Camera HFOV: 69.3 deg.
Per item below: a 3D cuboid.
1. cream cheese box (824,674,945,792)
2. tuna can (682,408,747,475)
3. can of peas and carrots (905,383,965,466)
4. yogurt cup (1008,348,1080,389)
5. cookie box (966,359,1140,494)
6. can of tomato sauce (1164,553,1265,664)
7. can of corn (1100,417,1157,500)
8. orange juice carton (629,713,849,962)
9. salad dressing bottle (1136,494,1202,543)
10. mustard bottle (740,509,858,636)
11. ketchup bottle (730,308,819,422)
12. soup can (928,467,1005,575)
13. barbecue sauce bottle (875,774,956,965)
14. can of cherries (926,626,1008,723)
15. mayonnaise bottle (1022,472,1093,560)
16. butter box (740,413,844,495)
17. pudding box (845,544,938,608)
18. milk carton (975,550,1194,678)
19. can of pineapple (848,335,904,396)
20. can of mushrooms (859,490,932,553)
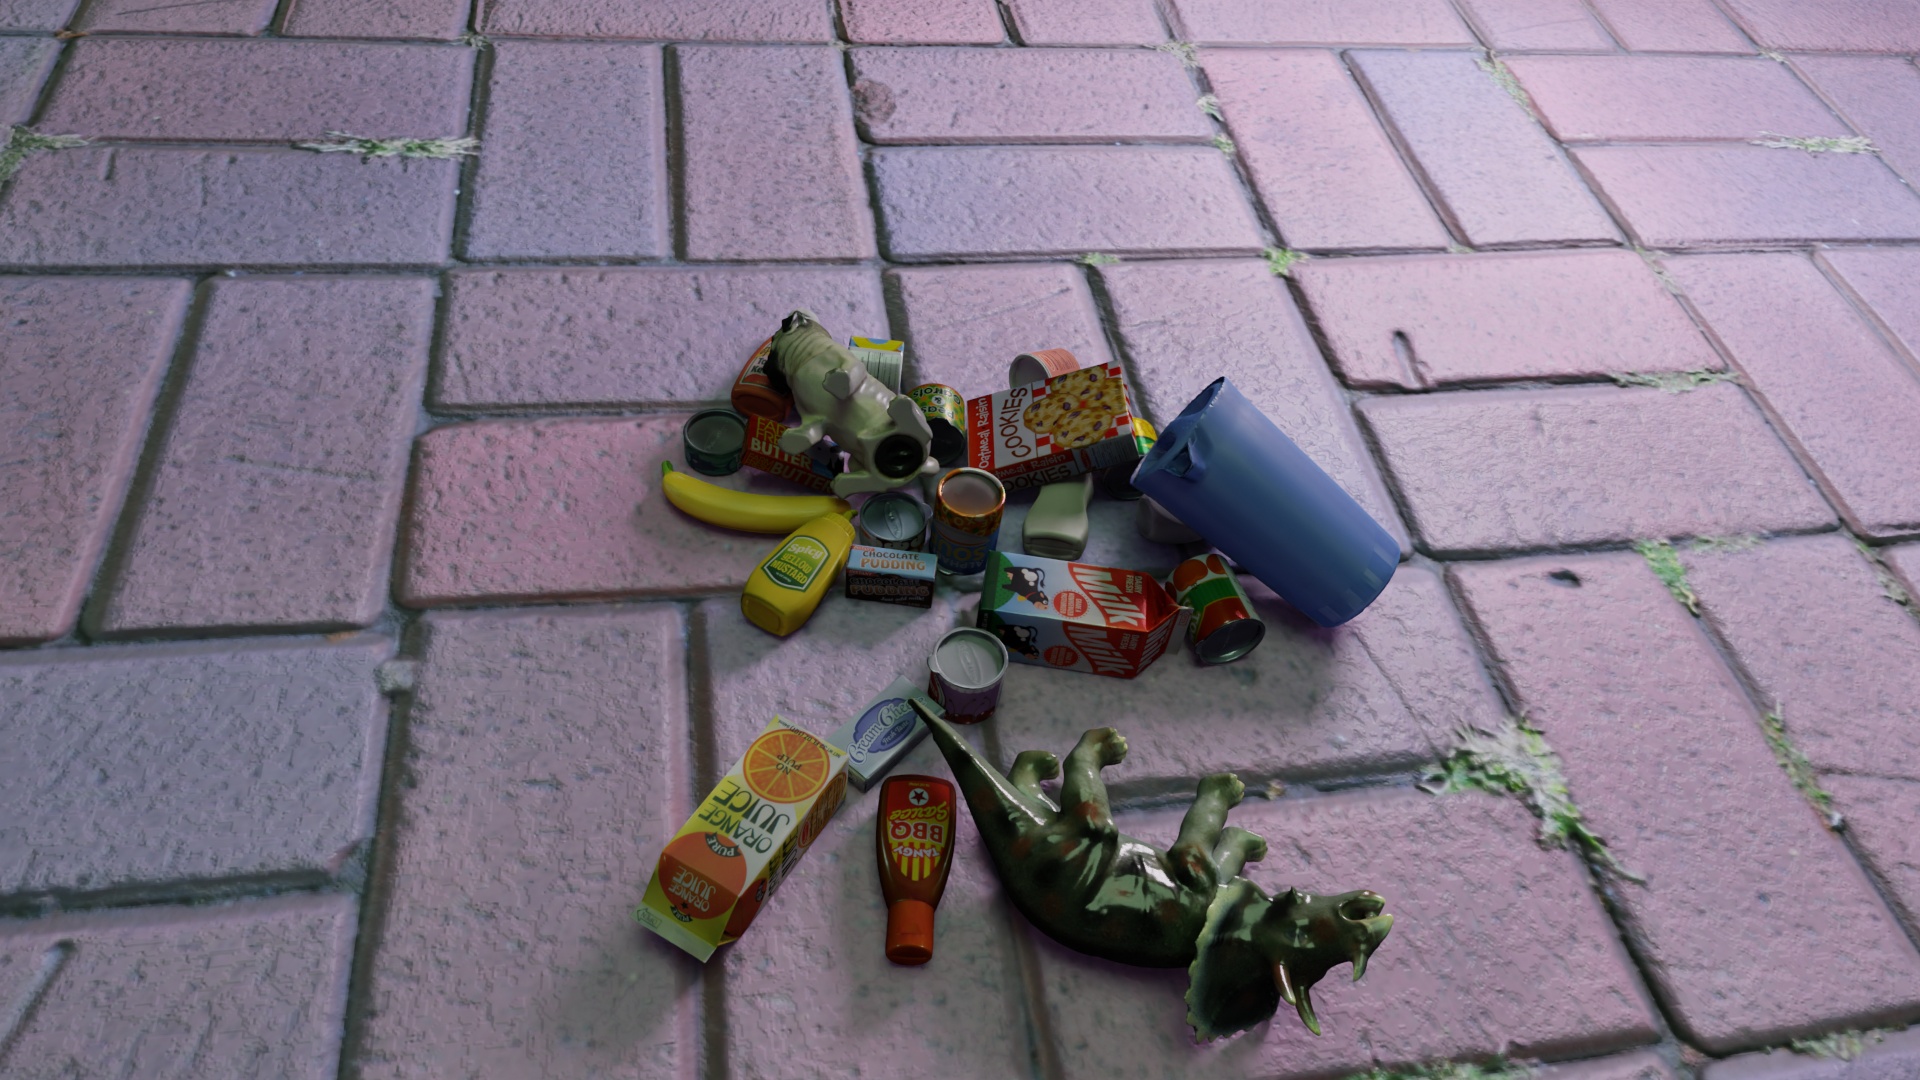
[{"bbox_3d":[-0.066,0.165,1.194,0.053,0.024,0.104,35,53,22],"label":"cream cheese box"},{"bbox_3d":[-0.243,-0.098,1.399,0.071,0.032,0.071,4,48,-4],"label":"tuna can"},{"bbox_3d":[-0.028,-0.120,1.422,0.071,0.070,0.059,4,48,-4],"label":"can of peas and carrots"},{"bbox_3d":[0.093,-0.174,1.493,0.054,0.072,0.072,-24,55,-36],"label":"yogurt cup"},{"bbox_3d":[0.090,-0.112,1.406,0.167,0.040,0.123,-14,41,12],"label":"cookie box"},{"bbox_3d":[0.235,0.064,1.297,0.071,0.070,0.083,-9,50,-16],"label":"can of tomato sauce"},{"bbox_3d":[0.176,-0.083,1.421,0.071,0.070,0.058,-2,49,-10],"label":"can of corn"},{"bbox_3d":[-0.169,0.236,1.085,0.072,0.072,0.194,27,51,15],"label":"orange juice carton"},{"bbox_3d":[0.253,-0.032,1.401,0.148,0.043,0.064,-7,50,-16],"label":"salad dressing bottle"},{"bbox_3d":[-0.141,0.018,1.298,0.065,0.048,0.161,27,51,11],"label":"mustard bottle"},{"bbox_3d":[-0.190,-0.189,1.481,0.065,0.043,0.149,17,48,3],"label":"ketchup bottle"},{"bbox_3d":[0.005,-0.017,1.326,0.071,0.083,0.072,4,49,-4],"label":"soup can"},{"bbox_3d":[-0.037,0.259,1.101,0.065,0.043,0.149,6,48,-4],"label":"barbecue sauce bottle"},{"bbox_3d":[0.003,0.119,1.222,0.071,0.058,0.072,4,49,-4],"label":"can of cherries"},{"bbox_3d":[0.104,-0.045,1.393,0.065,0.041,0.149,8,46,9],"label":"mayonnaise bottle"},{"bbox_3d":[-0.166,-0.085,1.380,0.103,0.024,0.053,19,44,-22],"label":"butter box"},{"bbox_3d":[-0.064,0.033,1.295,0.084,0.049,0.030,8,50,-1],"label":"pudding box"},{"bbox_3d":[0.112,0.070,1.270,0.191,0.072,0.074,9,48,0],"label":"milk carton"},{"bbox_3d":[-0.091,-0.182,1.473,0.058,0.070,0.071,6,48,-3],"label":"can of pineapple"},{"bbox_3d":[-0.063,-0.014,1.348,0.071,0.033,0.071,4,48,-4],"label":"can of mushrooms"}]
